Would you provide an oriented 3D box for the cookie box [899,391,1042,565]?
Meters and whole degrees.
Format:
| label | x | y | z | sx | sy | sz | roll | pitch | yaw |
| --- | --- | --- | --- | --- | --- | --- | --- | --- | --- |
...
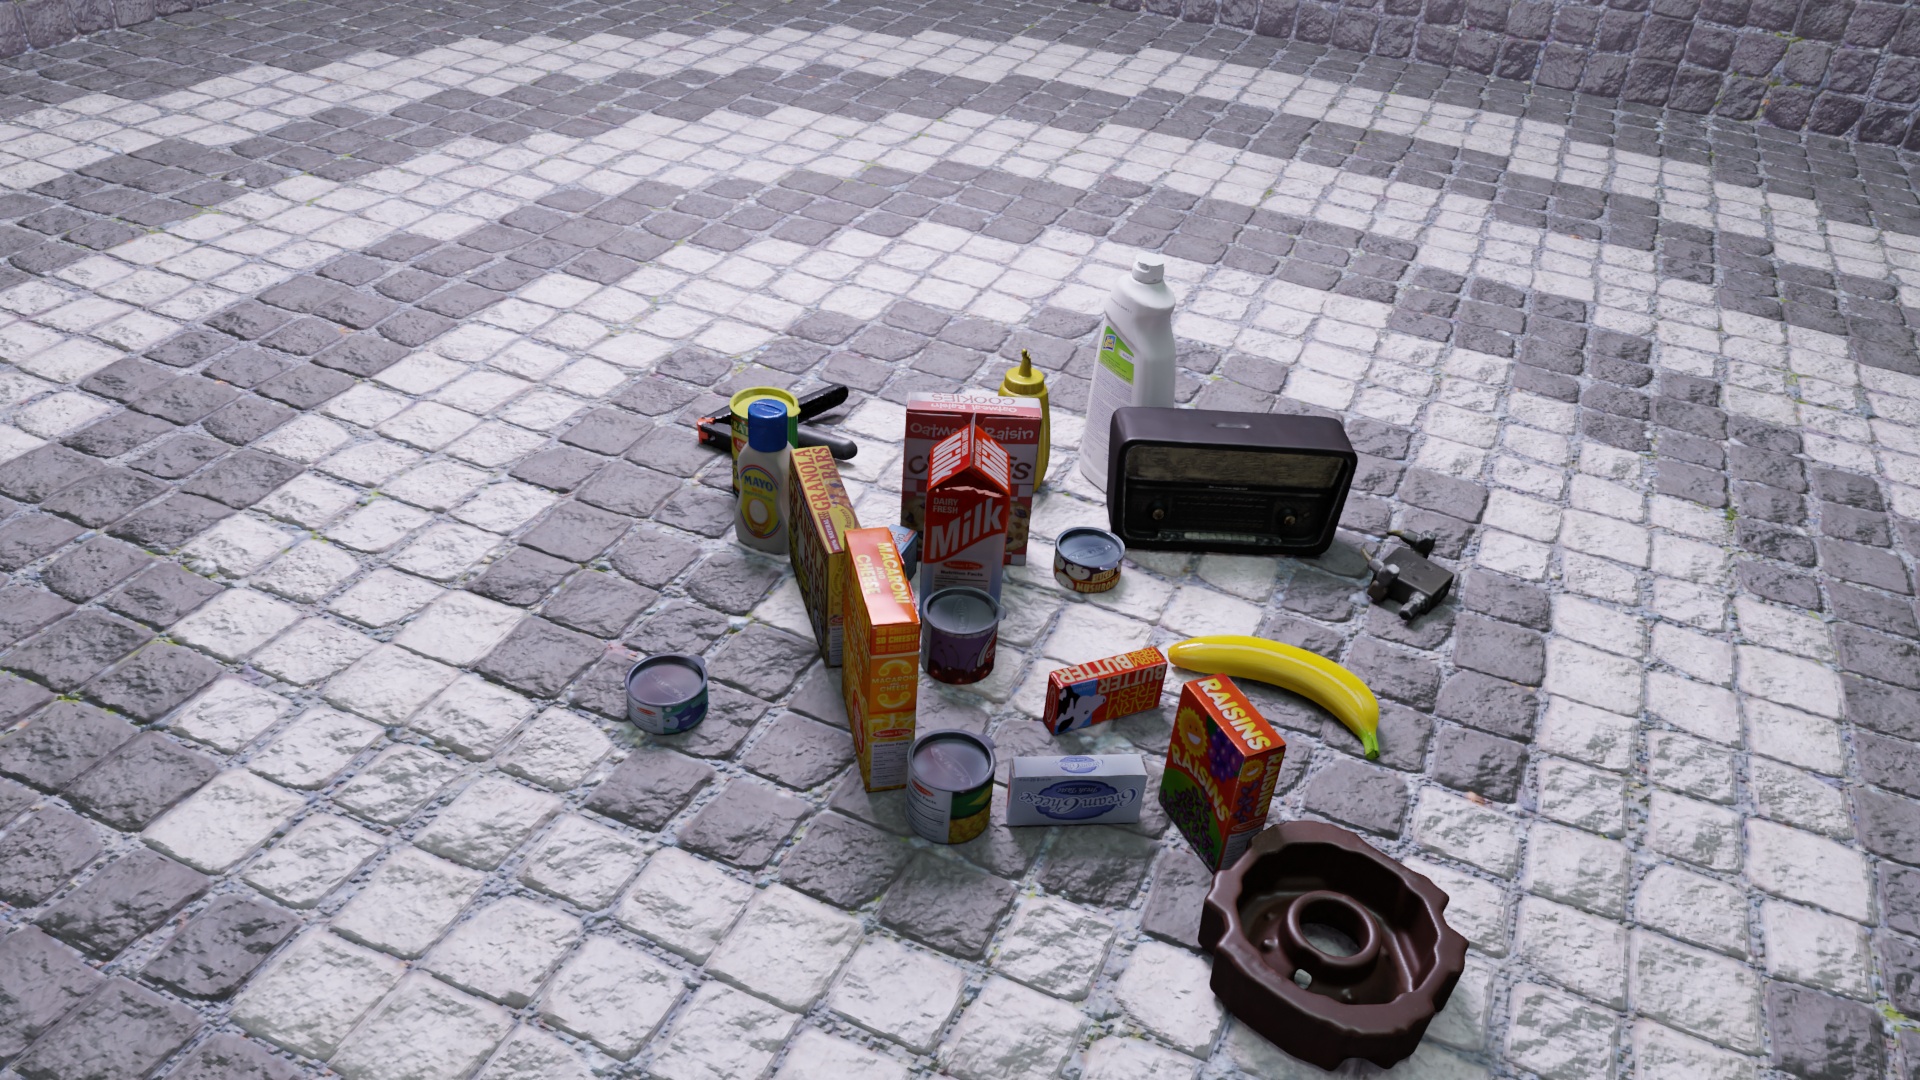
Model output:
| label | x | y | z | sx | sy | sz | roll | pitch | yaw |
| --- | --- | --- | --- | --- | --- | --- | --- | --- | --- |
| cookie box | 0.007 | -0.055 | 1.297 | 0.123 | 0.166 | 0.040 | 2 | 35 | -3 |

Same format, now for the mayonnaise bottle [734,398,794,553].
| label | x | y | z | sx | sy | sz | roll | pitch | yaw |
| --- | --- | --- | --- | --- | --- | --- | --- | --- | --- |
| mayonnaise bottle | -0.180 | -0.060 | 1.297 | 0.065 | 0.147 | 0.041 | 17 | 37 | 17 |

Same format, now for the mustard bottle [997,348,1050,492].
| label | x | y | z | sx | sy | sz | roll | pitch | yaw |
| --- | --- | --- | --- | --- | --- | --- | --- | --- | --- |
| mustard bottle | 0.062 | -0.124 | 1.408 | 0.065 | 0.159 | 0.049 | 9 | 35 | 6 |

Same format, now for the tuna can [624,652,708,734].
| label | x | y | z | sx | sy | sz | roll | pitch | yaw |
| --- | --- | --- | --- | --- | --- | --- | --- | --- | --- |
| tuna can | -0.237 | 0.123 | 1.130 | 0.071 | 0.032 | 0.071 | 3 | 35 | -2 |

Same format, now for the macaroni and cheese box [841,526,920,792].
| label | x | y | z | sx | sy | sz | roll | pitch | yaw |
| --- | --- | --- | --- | --- | --- | --- | --- | --- | --- |
| macaroni and cheese box | -0.063 | 0.091 | 1.080 | 0.040 | 0.165 | 0.124 | -5 | 36 | -13 |

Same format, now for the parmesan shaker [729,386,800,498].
| label | x | y | z | sx | sy | sz | roll | pitch | yaw |
| --- | --- | --- | --- | --- | --- | --- | --- | --- | --- |
| parmesan shaker | -0.192 | -0.092 | 1.380 | 0.071 | 0.102 | 0.072 | 3 | 35 | -2 |

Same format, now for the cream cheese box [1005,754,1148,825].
| label | x | y | z | sx | sy | sz | roll | pitch | yaw |
| --- | --- | --- | --- | --- | --- | --- | --- | --- | --- |
| cream cheese box | 0.087 | 0.190 | 1.056 | 0.104 | 0.053 | 0.024 | 0 | 35 | -7 |

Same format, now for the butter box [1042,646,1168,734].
| label | x | y | z | sx | sy | sz | roll | pitch | yaw |
| --- | --- | --- | --- | --- | --- | --- | --- | --- | --- |
| butter box | 0.120 | 0.124 | 1.154 | 0.104 | 0.052 | 0.024 | -11 | 38 | -22 |

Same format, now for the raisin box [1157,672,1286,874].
| label | x | y | z | sx | sy | sz | roll | pitch | yaw |
| --- | --- | --- | --- | --- | --- | --- | --- | --- | --- |
| raisin box | 0.193 | 0.173 | 1.032 | 0.040 | 0.122 | 0.086 | -11 | 38 | -21 |

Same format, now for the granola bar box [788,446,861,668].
| label | x | y | z | sx | sy | sz | roll | pitch | yaw |
| --- | --- | --- | --- | --- | --- | --- | --- | --- | --- |
| granola bar box | -0.118 | 0.012 | 1.223 | 0.039 | 0.123 | 0.166 | -7 | 36 | -16 |

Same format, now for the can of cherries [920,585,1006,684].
| label | x | y | z | sx | sy | sz | roll | pitch | yaw |
| --- | --- | --- | --- | --- | --- | --- | --- | --- | --- |
| can of cherries | 0.002 | 0.082 | 1.195 | 0.071 | 0.058 | 0.072 | 3 | 35 | -2 |

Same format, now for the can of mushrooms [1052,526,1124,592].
| label | x | y | z | sx | sy | sz | roll | pitch | yaw |
| --- | --- | --- | --- | --- | --- | --- | --- | --- | --- |
| can of mushrooms | 0.123 | 0.019 | 1.320 | 0.071 | 0.033 | 0.071 | 3 | 35 | -2 |

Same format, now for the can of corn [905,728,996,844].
| label | x | y | z | sx | sy | sz | roll | pitch | yaw |
| --- | --- | --- | --- | --- | --- | --- | --- | --- | --- |
| can of corn | -0.006 | 0.184 | 1.048 | 0.071 | 0.058 | 0.071 | 3 | 35 | -2 |

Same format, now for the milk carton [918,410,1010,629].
| label | x | y | z | sx | sy | sz | roll | pitch | yaw |
| --- | --- | --- | --- | --- | --- | --- | --- | --- | --- |
| milk carton | 0.004 | -0.015 | 1.219 | 0.073 | 0.189 | 0.073 | 4 | 35 | -1 |

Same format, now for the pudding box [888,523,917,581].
| label | x | y | z | sx | sy | sz | roll | pitch | yaw |
| --- | --- | --- | --- | --- | --- | --- | --- | --- | --- |
| pudding box | -0.068 | 0.027 | 1.272 | 0.030 | 0.049 | 0.084 | 16 | 36 | 16 |
